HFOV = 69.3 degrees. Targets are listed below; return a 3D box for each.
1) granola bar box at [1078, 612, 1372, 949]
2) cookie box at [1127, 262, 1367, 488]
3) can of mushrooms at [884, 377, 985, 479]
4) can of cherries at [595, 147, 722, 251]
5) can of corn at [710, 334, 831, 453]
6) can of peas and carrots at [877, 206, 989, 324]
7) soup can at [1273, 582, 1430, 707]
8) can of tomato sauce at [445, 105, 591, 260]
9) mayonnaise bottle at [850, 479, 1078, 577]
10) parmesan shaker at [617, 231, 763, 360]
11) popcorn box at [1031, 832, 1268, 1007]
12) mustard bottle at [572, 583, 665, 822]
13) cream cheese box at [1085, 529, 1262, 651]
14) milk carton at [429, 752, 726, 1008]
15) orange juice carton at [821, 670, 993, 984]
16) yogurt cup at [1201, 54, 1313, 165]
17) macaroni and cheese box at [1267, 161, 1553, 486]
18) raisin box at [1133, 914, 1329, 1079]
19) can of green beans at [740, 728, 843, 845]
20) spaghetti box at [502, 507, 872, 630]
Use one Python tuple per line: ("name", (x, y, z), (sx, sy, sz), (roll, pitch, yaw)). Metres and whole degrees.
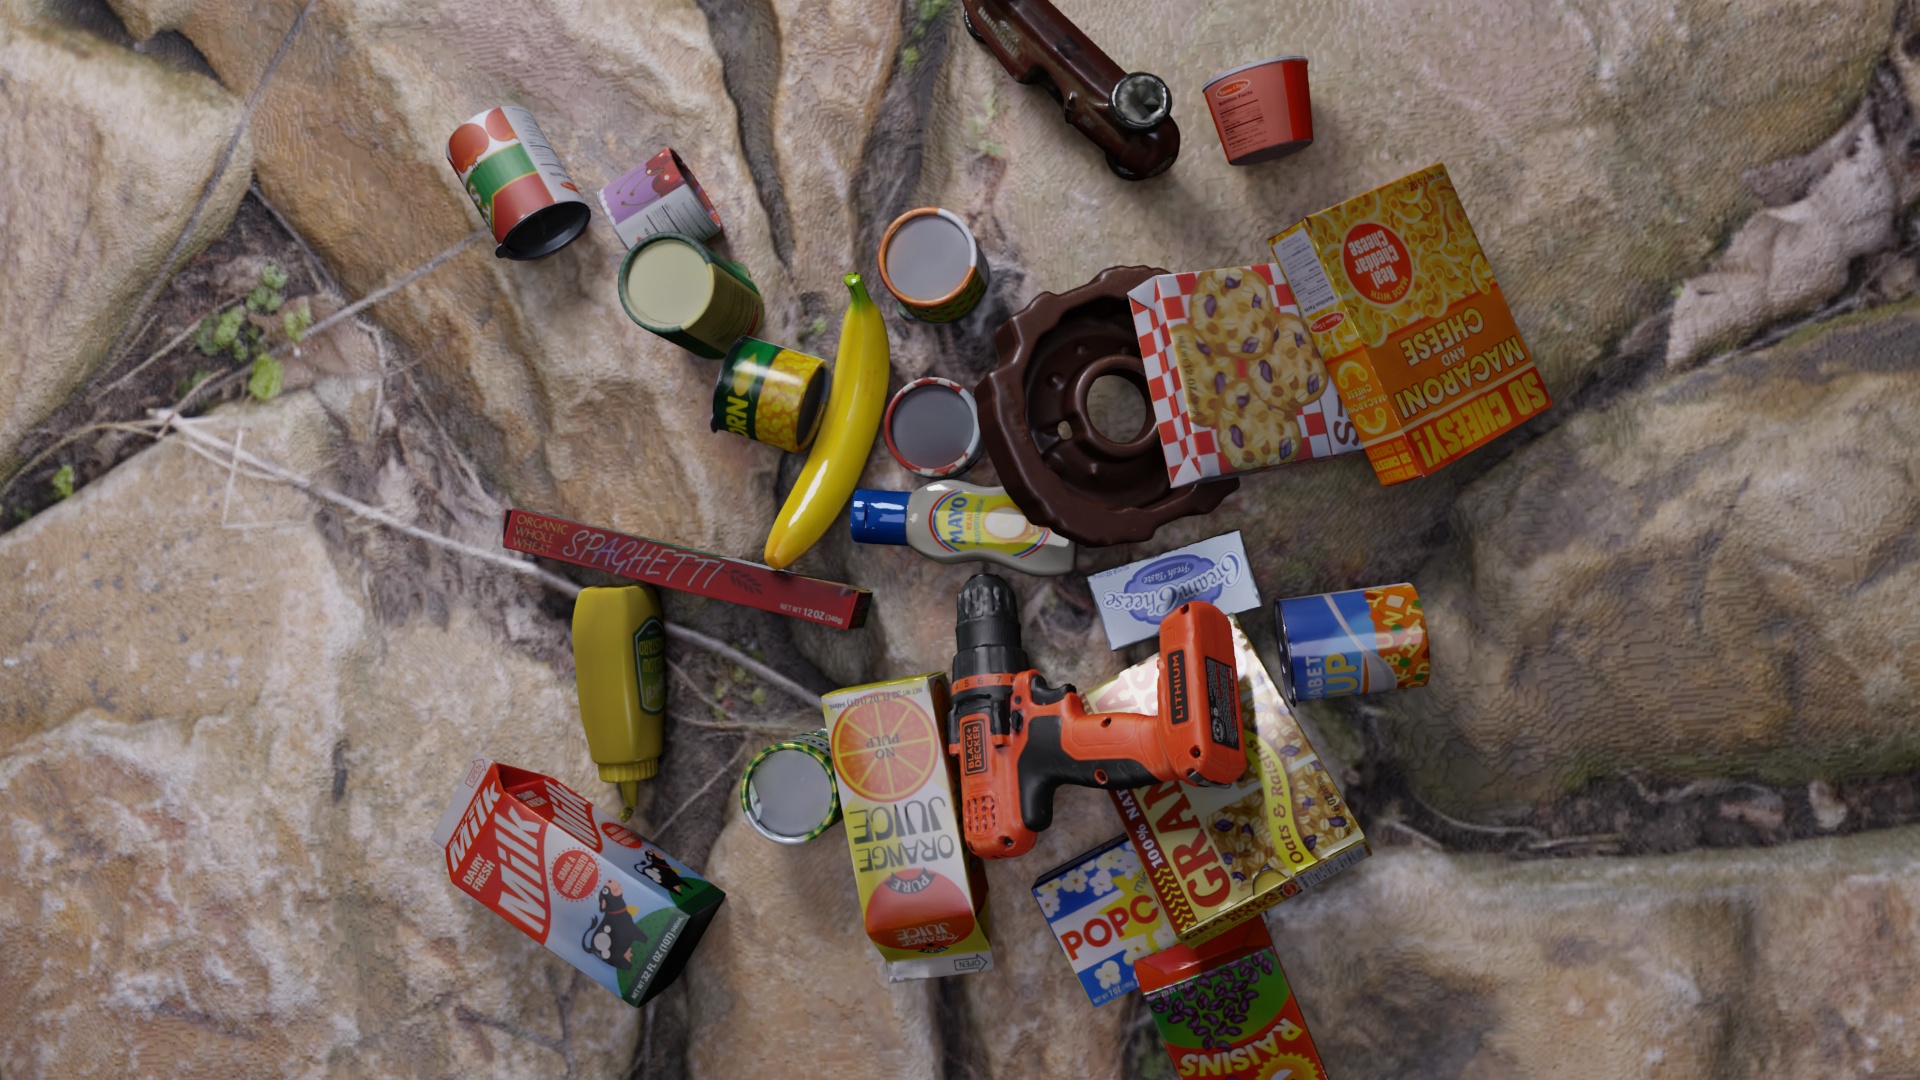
("granola bar box", (0.154, 0.144, 0.851), (0.124, 0.039, 0.166), (-30, 57, 6))
("cookie box", (0.194, -0.106, 0.852), (0.168, 0.040, 0.123), (-11, 86, -24))
("can of mushrooms", (-0.019, -0.074, 0.924), (0.071, 0.033, 0.071), (0, 88, 8))
("can of cherries", (-0.204, -0.225, 0.942), (0.058, 0.071, 0.071), (-32, 84, 6))
("can of corn", (-0.125, -0.095, 0.922), (0.058, 0.071, 0.071), (18, 90, 8))
("can of peas and carrots", (-0.019, -0.179, 0.916), (0.071, 0.059, 0.071), (0, 87, 8))
("soup can", (0.242, 0.066, 0.862), (0.084, 0.071, 0.071), (-8, 87, 8))
("can of tomato sauce", (-0.306, -0.245, 0.956), (0.071, 0.071, 0.083), (-33, 83, 6))
("mayonnaise bottle", (0.003, -0.011, 0.913), (0.148, 0.041, 0.065), (4, 87, 8))
("parmesan shaker", (-0.175, -0.162, 0.915), (0.071, 0.103, 0.071), (0, 88, 8))
("popcorn box", (0.120, 0.229, 0.887), (0.126, 0.038, 0.085), (-29, 83, 6))
("mustard bottle", (-0.225, 0.109, 0.932), (0.049, 0.065, 0.160), (-3, 93, 13))
("cream cheese box", (0.139, 0.033, 0.901), (0.104, 0.024, 0.053), (-18, 86, 7))
("milk carton", (-0.262, 0.220, 0.925), (0.191, 0.073, 0.072), (30, 92, 9))
("orange juice carton", (-0.031, 0.185, 0.893), (0.072, 0.073, 0.192), (-12, 86, 8))
("yogurt cup", (0.193, -0.273, 0.888), (0.072, 0.072, 0.054), (-12, 94, 8))
("macaroni and cheese box", (0.275, -0.132, 0.846), (0.124, 0.040, 0.166), (-25, 91, -26))
("raisin box", (0.169, 0.303, 0.856), (0.086, 0.040, 0.123), (-23, 105, 4))
("can of green beans", (-0.105, 0.162, 0.912), (0.071, 0.058, 0.071), (0, 88, 8))
("spaghetti box", (-0.185, 0.019, 0.935), (0.250, 0.050, 0.028), (13, 89, 9))
